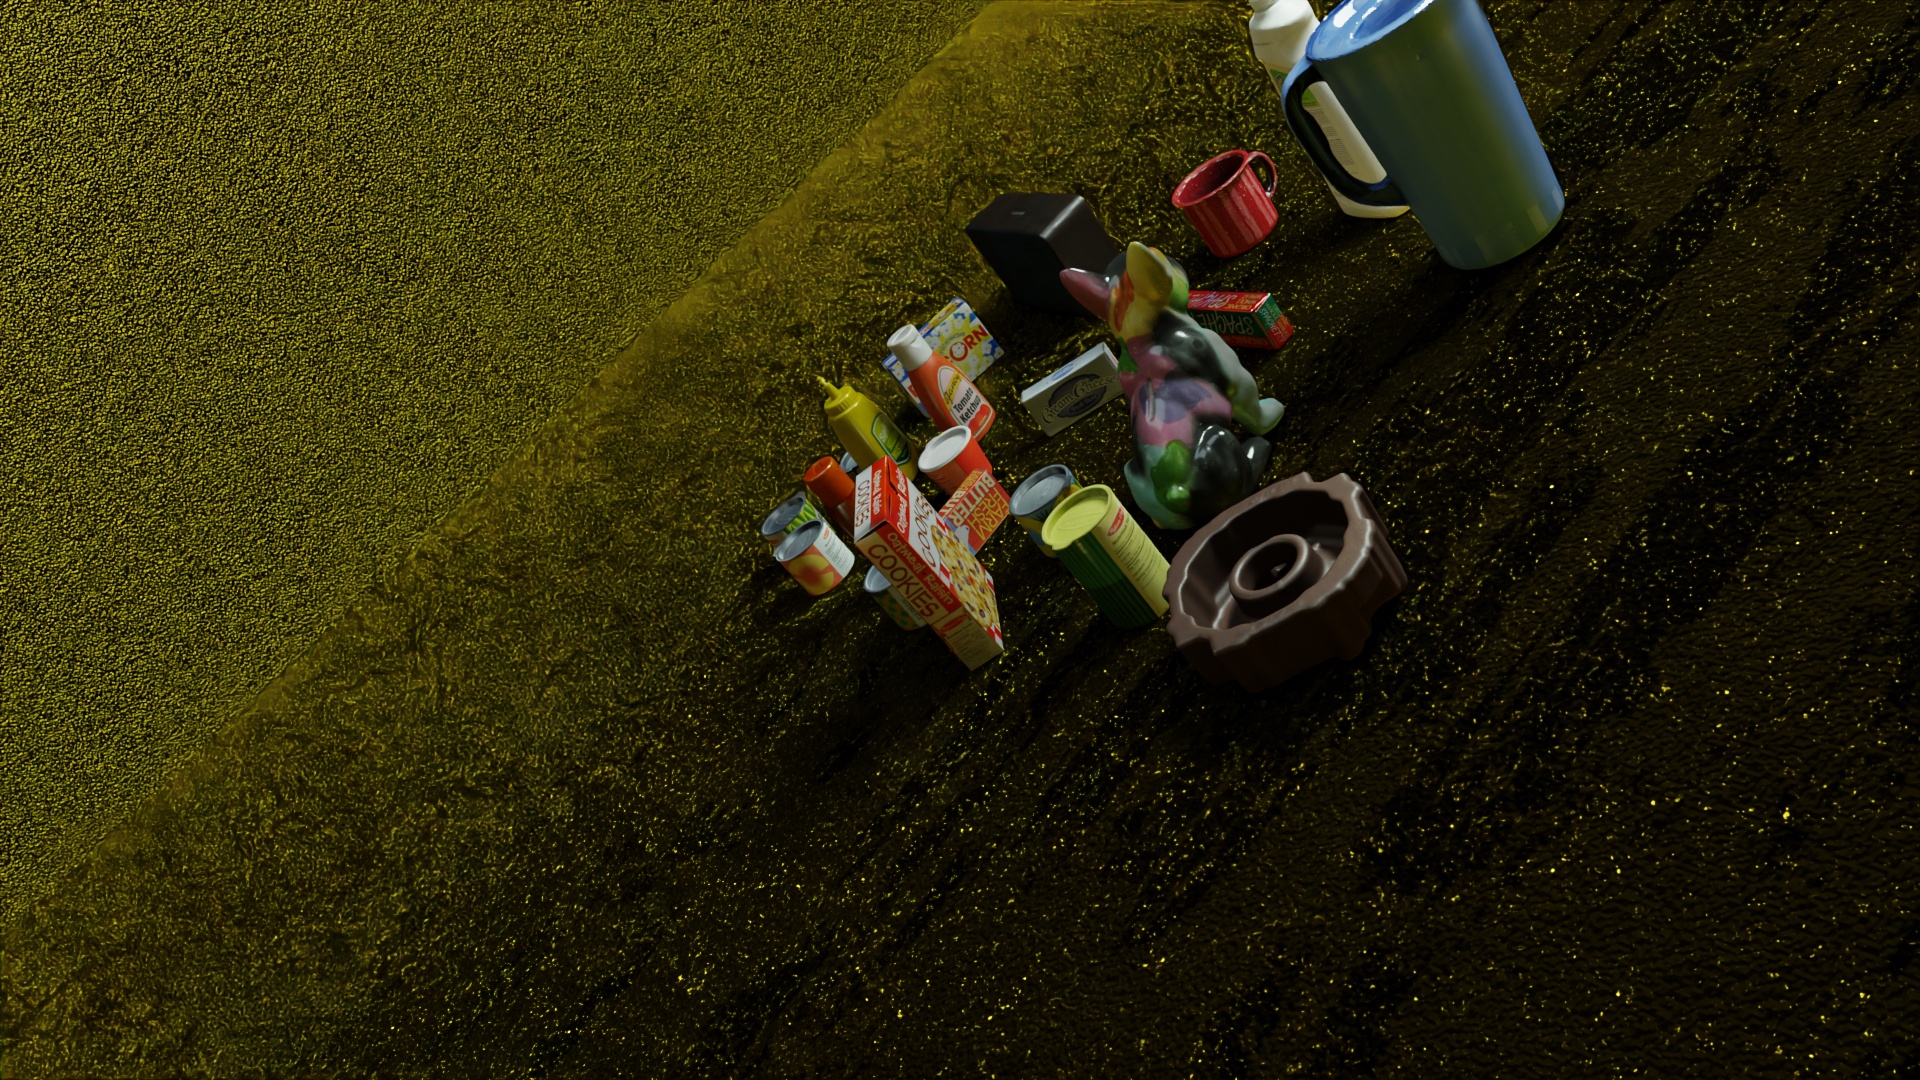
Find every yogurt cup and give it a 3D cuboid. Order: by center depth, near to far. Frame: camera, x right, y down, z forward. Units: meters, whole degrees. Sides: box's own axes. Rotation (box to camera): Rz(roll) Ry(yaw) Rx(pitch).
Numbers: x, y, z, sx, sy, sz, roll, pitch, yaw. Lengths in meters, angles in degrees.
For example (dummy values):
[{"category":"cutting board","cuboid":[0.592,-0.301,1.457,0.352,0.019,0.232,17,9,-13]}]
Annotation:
[{"category":"yogurt cup","cuboid":[-0.003,-0.081,1.484,0.072,0.054,0.073,-31,27,18]}]

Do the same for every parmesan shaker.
[{"category":"parmesan shaker","cuboid":[0.119,0.017,1.106,0.071,0.103,0.071,-32,27,18]}]

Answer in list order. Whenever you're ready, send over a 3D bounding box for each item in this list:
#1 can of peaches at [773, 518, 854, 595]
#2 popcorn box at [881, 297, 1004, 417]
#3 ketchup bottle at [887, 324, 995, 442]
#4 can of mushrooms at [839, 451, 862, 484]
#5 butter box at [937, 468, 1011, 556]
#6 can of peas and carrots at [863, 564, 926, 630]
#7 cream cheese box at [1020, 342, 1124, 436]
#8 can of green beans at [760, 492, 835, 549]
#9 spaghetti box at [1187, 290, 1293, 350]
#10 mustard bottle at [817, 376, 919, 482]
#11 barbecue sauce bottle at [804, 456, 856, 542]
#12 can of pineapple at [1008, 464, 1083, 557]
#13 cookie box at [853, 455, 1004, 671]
[{"category":"can of peaches","cuboid":[-0.161,0.019,1.533,0.071,0.058,0.071,-31,27,18]},{"category":"popcorn box","cuboid":[-0.022,-0.224,1.702,0.127,0.085,0.038,-42,25,-3]},{"category":"ketchup bottle","cuboid":[-0.024,-0.174,1.552,0.043,0.148,0.065,-8,41,49]},{"category":"can of mushrooms","cuboid":[-0.112,-0.095,1.678,0.071,0.033,0.071,-31,27,18]},{"category":"butter box","cuboid":[0.005,-0.017,1.373,0.104,0.053,0.024,-51,27,-21]},{"category":"can of peas and carrots","cuboid":[-0.051,0.044,1.344,0.071,0.058,0.071,-31,27,18]},{"category":"cream cheese box","cuboid":[0.120,-0.155,1.439,0.103,0.053,0.024,-30,27,20]},{"category":"can of green beans","cuboid":[-0.188,-0.010,1.616,0.071,0.057,0.071,-31,27,18]},{"category":"spaghetti box","cuboid":[0.237,-0.224,1.394,0.029,0.050,0.250,-46,26,-12]},{"category":"mustard bottle","cuboid":[-0.110,-0.126,1.578,0.048,0.160,0.066,-22,31,35]},{"category":"barbecue sauce bottle","cuboid":[-0.099,-0.020,1.407,0.043,0.148,0.065,-38,25,6]},{"category":"can of pineapple","cuboid":[0.088,-0.026,1.270,0.071,0.057,0.071,-31,27,18]},{"category":"cookie box","cuboid":[-0.028,0.018,1.229,0.040,0.167,0.123,-34,26,14]}]
